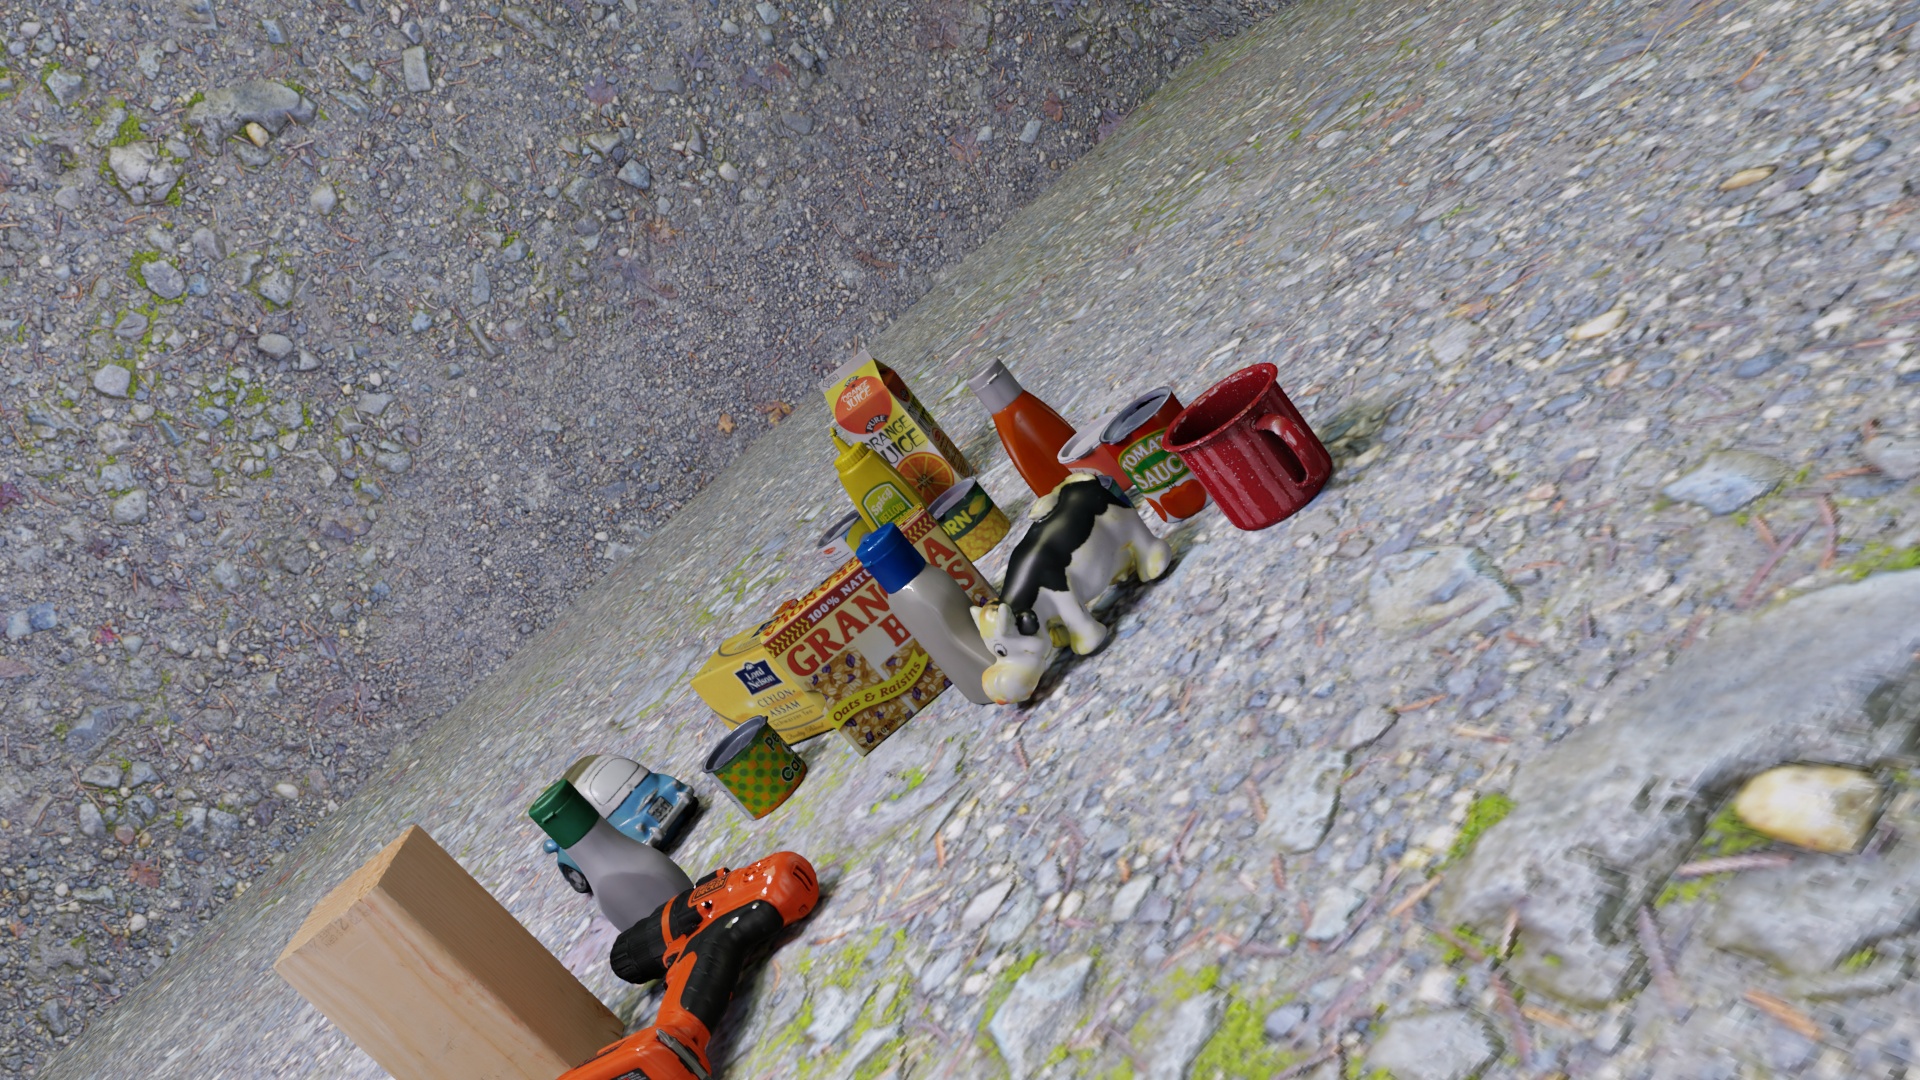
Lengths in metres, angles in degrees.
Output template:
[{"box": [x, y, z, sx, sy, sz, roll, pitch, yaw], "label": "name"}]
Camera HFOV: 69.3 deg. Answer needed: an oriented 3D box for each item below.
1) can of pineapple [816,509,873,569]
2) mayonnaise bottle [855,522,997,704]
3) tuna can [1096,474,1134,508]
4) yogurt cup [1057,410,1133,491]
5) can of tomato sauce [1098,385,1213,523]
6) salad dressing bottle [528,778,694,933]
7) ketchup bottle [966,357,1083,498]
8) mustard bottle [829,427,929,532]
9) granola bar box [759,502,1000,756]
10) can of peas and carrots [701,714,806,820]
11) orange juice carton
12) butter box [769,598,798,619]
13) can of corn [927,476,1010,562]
[{"box": [-0.117, 0.006, 1.561, 0.071, 0.058, 0.071, -37, 15, 11], "label": "can of pineapple"}, {"box": [-0.015, 0.053, 0.997, 0.041, 0.148, 0.064, -49, 17, -32], "label": "mayonnaise bottle"}, {"box": [0.109, -0.022, 1.143, 0.071, 0.033, 0.071, -36, 15, 11], "label": "tuna can"}, {"box": [0.127, -0.072, 1.205, 0.072, 0.054, 0.072, -37, 15, 11], "label": "yogurt cup"}, {"box": [0.156, -0.064, 1.054, 0.071, 0.083, 0.071, -37, 15, 11], "label": "can of tomato sauce"}, {"box": [-0.256, 0.240, 1.030, 0.064, 0.147, 0.044, -37, 15, 12], "label": "salad dressing bottle"}, {"box": [0.064, -0.096, 1.241, 0.065, 0.148, 0.043, -41, 14, -4], "label": "ketchup bottle"}, {"box": [-0.090, -0.055, 1.471, 0.065, 0.160, 0.049, -38, 14, 6], "label": "mustard bottle"}, {"box": [-0.055, 0.070, 1.090, 0.165, 0.124, 0.039, -40, 14, 0], "label": "granola bar box"}, {"box": [-0.168, 0.187, 1.150, 0.071, 0.058, 0.071, -37, 15, 11], "label": "can of peas and carrots"}, {"box": [-0.074, -0.122, 1.567, 0.071, 0.192, 0.073, -35, 15, 17], "label": "orange juice carton"}, {"box": [-0.189, 0.112, 1.430, 0.024, 0.053, 0.104, -21, 23, 51], "label": "butter box"}, {"box": [0.005, -0.017, 1.330, 0.071, 0.058, 0.071, -37, 15, 11], "label": "can of corn"}]
